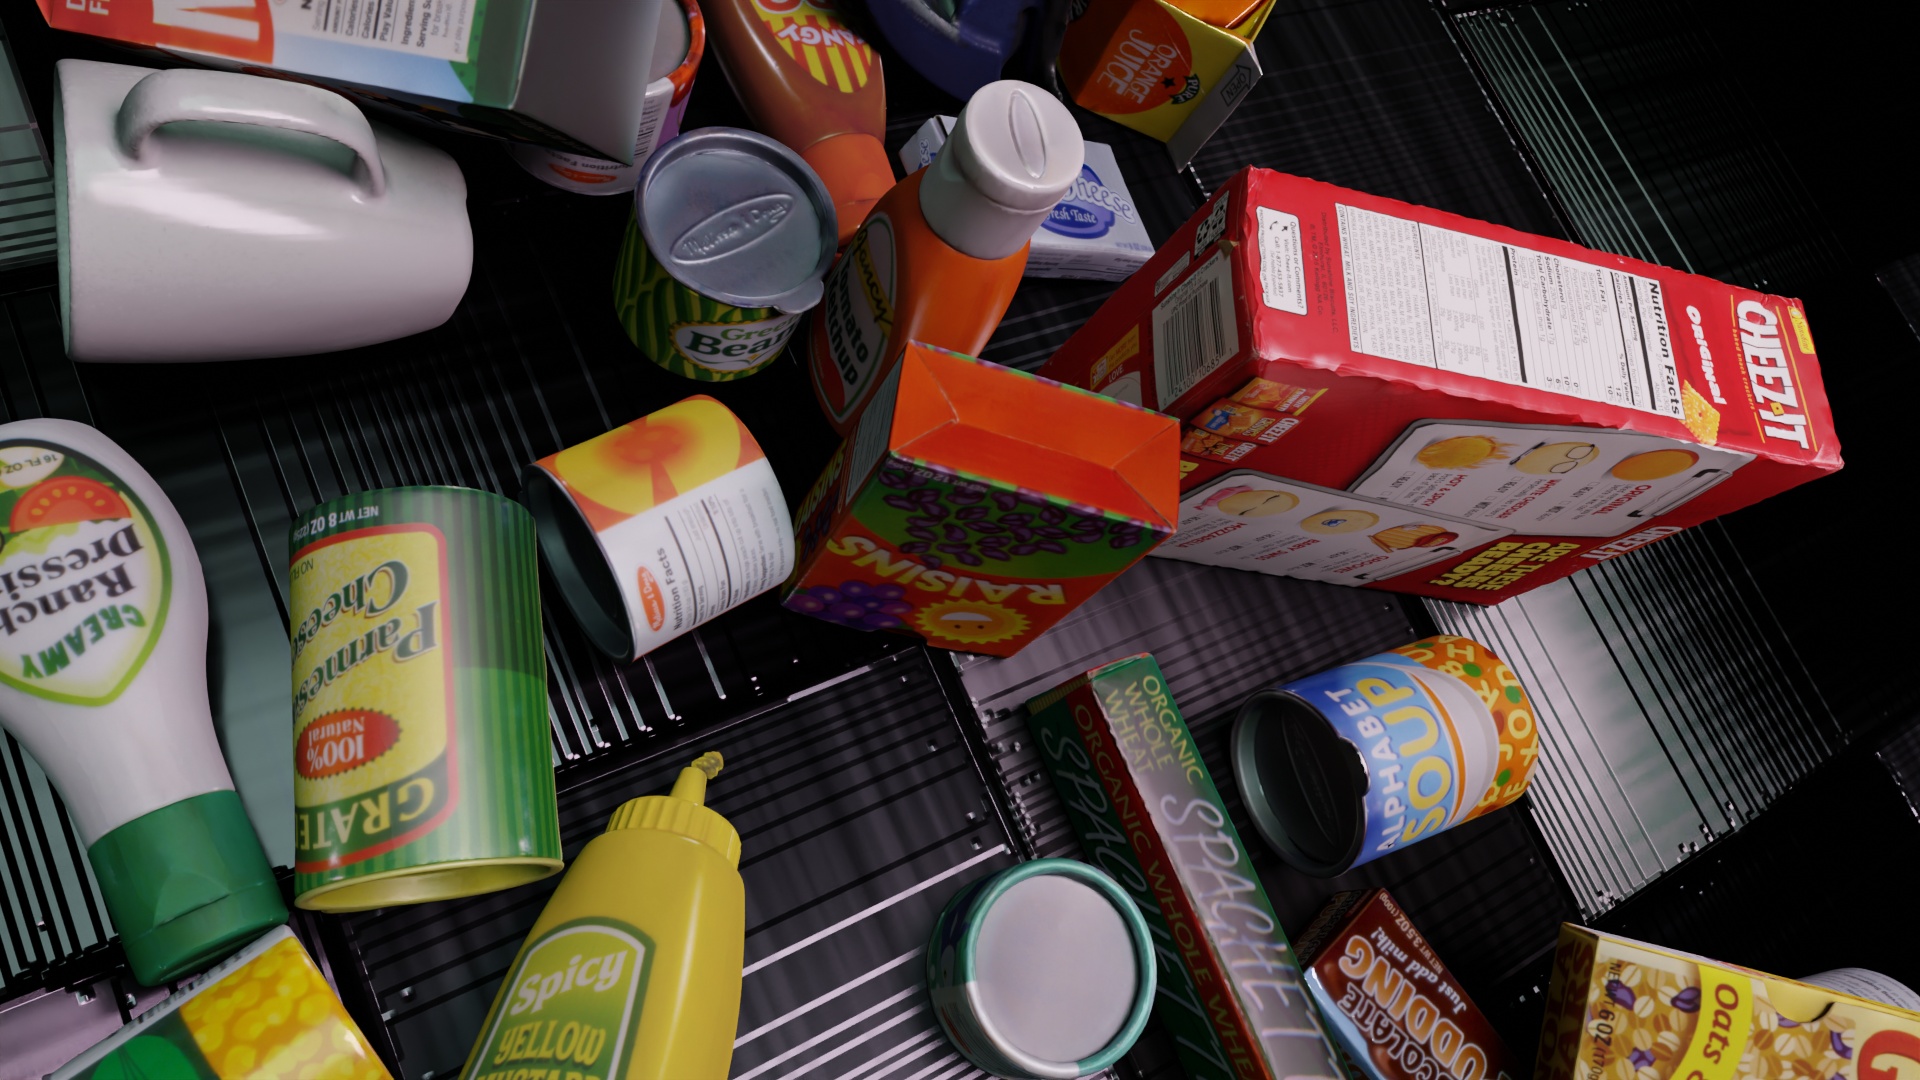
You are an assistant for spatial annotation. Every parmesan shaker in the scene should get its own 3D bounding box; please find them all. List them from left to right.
[{"bbox_3d":[-0.150,0.044,0.383,0.071,0.071,0.103,-3,71,-23],"label":"parmesan shaker"}]

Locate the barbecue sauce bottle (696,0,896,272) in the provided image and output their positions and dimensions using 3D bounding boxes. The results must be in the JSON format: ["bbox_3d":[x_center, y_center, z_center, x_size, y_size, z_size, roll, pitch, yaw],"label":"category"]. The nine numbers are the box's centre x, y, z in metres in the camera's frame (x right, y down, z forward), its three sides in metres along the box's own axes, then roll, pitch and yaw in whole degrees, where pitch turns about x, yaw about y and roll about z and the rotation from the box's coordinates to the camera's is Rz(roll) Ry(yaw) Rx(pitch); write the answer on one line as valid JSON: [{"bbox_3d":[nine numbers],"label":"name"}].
[{"bbox_3d":[-0.057,-0.172,0.516,0.065,0.043,0.149,-10,74,-32],"label":"barbecue sauce bottle"}]

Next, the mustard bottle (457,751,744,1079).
[{"bbox_3d":[-0.091,0.120,0.374,0.065,0.048,0.161,-7,43,17],"label":"mustard bottle"}]

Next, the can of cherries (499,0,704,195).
[{"bbox_3d":[-0.126,-0.165,0.477,0.071,0.058,0.072,8,68,-19],"label":"can of cherries"}]

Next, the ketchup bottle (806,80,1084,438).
[{"bbox_3d":[-0.008,-0.086,0.442,0.043,0.148,0.065,-4,72,-25],"label":"ketchup bottle"}]

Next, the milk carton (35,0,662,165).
[{"bbox_3d":[-0.191,-0.169,0.410,0.191,0.072,0.073,13,96,11],"label":"milk carton"}]

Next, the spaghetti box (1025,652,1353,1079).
[{"bbox_3d":[0.091,0.156,0.442,0.029,0.050,0.250,-18,77,-28],"label":"spaghetti box"}]

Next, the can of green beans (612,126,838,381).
[{"bbox_3d":[-0.080,-0.094,0.468,0.071,0.057,0.071,8,67,-19],"label":"can of green beans"}]

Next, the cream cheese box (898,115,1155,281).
[{"bbox_3d":[0.028,-0.126,0.523,0.104,0.024,0.053,-8,72,-47],"label":"cream cheese box"}]

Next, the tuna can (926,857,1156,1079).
[{"bbox_3d":[0.027,0.132,0.435,0.071,0.032,0.071,7,68,-19],"label":"tuna can"}]

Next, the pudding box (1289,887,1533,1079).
[{"bbox_3d":[0.147,0.166,0.471,0.050,0.030,0.084,-35,85,-28],"label":"pudding box"}]

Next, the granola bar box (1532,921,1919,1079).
[{"bbox_3d":[0.241,0.219,0.433,0.124,0.039,0.165,13,82,7],"label":"granola bar box"}]

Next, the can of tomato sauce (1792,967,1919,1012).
[{"bbox_3d":[0.305,0.197,0.503,0.083,0.071,0.071,-3,71,-23],"label":"can of tomato sauce"}]

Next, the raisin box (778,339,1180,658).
[{"bbox_3d":[0.002,-0.005,0.428,0.086,0.123,0.040,14,64,-17],"label":"raisin box"}]

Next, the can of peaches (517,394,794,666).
[{"bbox_3d":[-0.093,-0.005,0.424,0.058,0.071,0.071,-28,82,-28],"label":"can of peaches"}]

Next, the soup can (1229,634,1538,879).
[{"bbox_3d":[0.150,0.073,0.486,0.084,0.071,0.071,-13,75,-26],"label":"soup can"}]

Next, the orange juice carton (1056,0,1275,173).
[{"bbox_3d":[0.068,-0.254,0.582,0.073,0.071,0.193,-17,77,-26],"label":"orange juice carton"}]

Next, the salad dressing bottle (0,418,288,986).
[{"bbox_3d":[-0.223,0.041,0.365,0.064,0.043,0.148,-24,80,-26],"label":"salad dressing bottle"}]

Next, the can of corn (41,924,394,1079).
[{"bbox_3d":[-0.171,0.139,0.335,0.058,0.071,0.071,-34,85,-29],"label":"can of corn"}]
